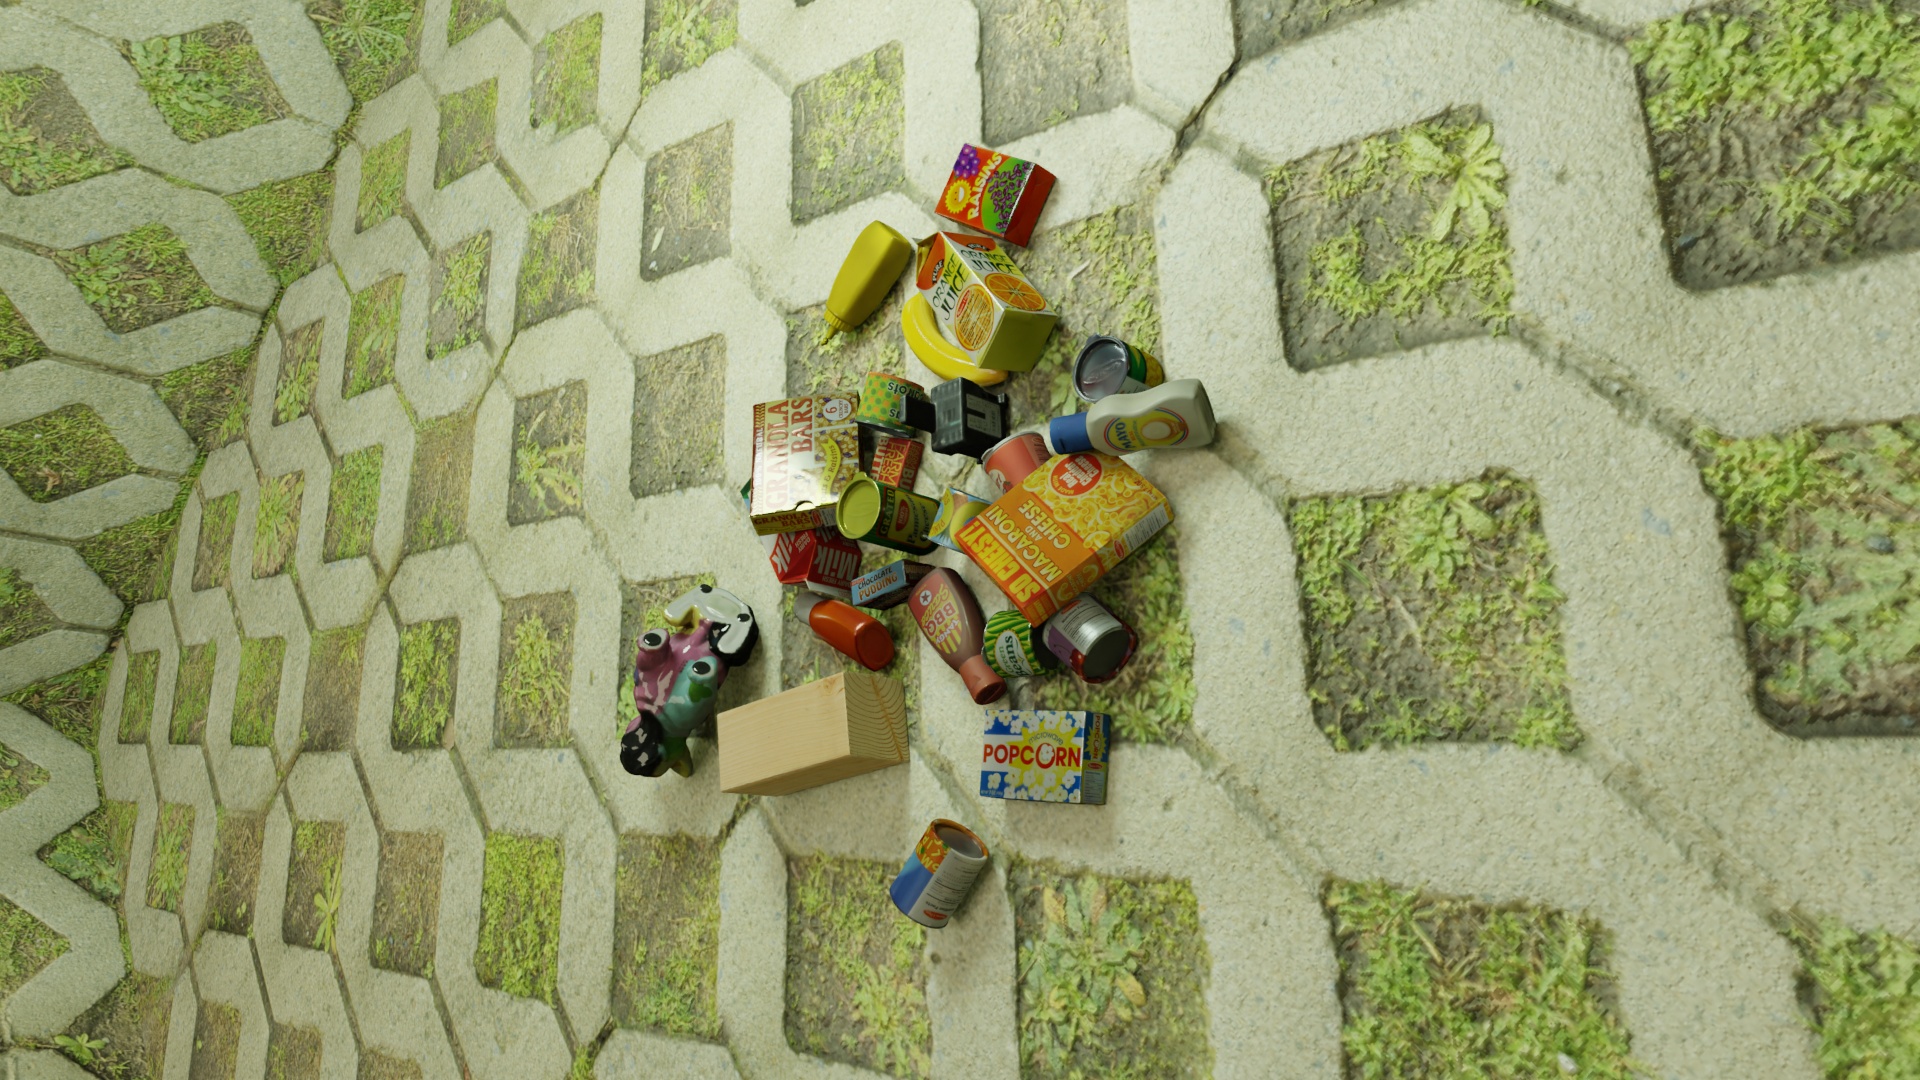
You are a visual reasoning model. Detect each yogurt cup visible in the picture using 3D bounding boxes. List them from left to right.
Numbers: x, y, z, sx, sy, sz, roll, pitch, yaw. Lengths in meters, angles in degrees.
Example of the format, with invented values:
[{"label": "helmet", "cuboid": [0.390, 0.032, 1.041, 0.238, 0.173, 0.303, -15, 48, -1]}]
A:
[{"label": "yogurt cup", "cuboid": [0.064, -0.068, 1.382, 0.072, 0.072, 0.054, -43, 61, 27]}]

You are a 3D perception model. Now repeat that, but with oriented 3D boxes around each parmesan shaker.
[{"label": "parmesan shaker", "cuboid": [-0.072, -0.027, 1.469, 0.071, 0.103, 0.071, -13, 71, 41]}]

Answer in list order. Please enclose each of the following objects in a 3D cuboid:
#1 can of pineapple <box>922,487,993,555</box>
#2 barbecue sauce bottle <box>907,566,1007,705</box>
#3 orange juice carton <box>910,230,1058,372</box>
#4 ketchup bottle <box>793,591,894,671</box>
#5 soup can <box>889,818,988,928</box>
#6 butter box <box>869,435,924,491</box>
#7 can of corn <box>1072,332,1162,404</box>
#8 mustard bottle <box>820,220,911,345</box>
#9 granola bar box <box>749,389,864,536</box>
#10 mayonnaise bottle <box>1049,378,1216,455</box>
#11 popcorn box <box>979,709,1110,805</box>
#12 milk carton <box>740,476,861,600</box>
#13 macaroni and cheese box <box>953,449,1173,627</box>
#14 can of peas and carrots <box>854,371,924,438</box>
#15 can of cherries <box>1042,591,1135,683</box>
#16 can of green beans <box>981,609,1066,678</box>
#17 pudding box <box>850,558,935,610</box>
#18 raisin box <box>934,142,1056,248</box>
[{"label": "can of pineapple", "cuboid": [0.005, -0.018, 1.418, 0.071, 0.071, 0.058, 24, 94, 44]}, {"label": "barbecue sauce bottle", "cuboid": [0.000, 0.099, 1.408, 0.064, 0.043, 0.149, -47, 51, 22]}, {"label": "orange juice carton", "cuboid": [0.016, -0.264, 1.464, 0.193, 0.072, 0.072, 56, 133, 37]}, {"label": "ketchup bottle", "cuboid": [-0.133, 0.094, 1.526, 0.044, 0.064, 0.149, -38, 34, -22]}, {"label": "soup can", "cuboid": [-0.022, 0.321, 1.351, 0.071, 0.071, 0.083, 42, 107, 42]}, {"label": "butter box", "cuboid": [-0.078, -0.064, 1.540, 0.053, 0.024, 0.103, 14, 88, 45]}, {"label": "can of corn", "cuboid": [0.150, -0.158, 1.328, 0.071, 0.058, 0.071, -14, 70, 41]}, {"label": "mustard bottle", "cuboid": [-0.120, -0.295, 1.628, 0.159, 0.049, 0.065, -55, 48, 19]}, {"label": "granola bar box", "cuboid": [-0.171, -0.090, 1.557, 0.124, 0.039, 0.166, -8, 53, 4]}, {"label": "mayonnaise bottle", "cuboid": [0.157, -0.108, 1.282, 0.148, 0.064, 0.041, -9, 39, 25]}, {"label": "popcorn box", "cuboid": [0.078, 0.203, 1.309, 0.126, 0.038, 0.085, -6, 74, 42]}, {"label": "milk carton", "cuboid": [-0.177, -0.007, 1.586, 0.073, 0.072, 0.191, -47, 50, 24]}, {"label": "macaroni and cheese box", "cuboid": [0.096, -0.012, 1.301, 0.167, 0.040, 0.124, -38, 49, -6]}, {"label": "can of peas and carrots", "cuboid": [-0.077, -0.149, 1.534, 0.071, 0.071, 0.058, 13, 87, 45]}, {"label": "can of cherries", "cuboid": [0.120, 0.091, 1.285, 0.058, 0.071, 0.071, 42, 107, 41]}, {"label": "can of green beans", "cuboid": [0.065, 0.098, 1.331, 0.057, 0.071, 0.071, -10, 72, 41]}, {"label": "pudding box", "cuboid": [-0.072, 0.048, 1.486, 0.083, 0.050, 0.030, -23, 65, 37]}, {"label": "raisin box", "cuboid": [0.036, -0.376, 1.511, 0.123, 0.040, 0.086, 32, 102, 44]}]
